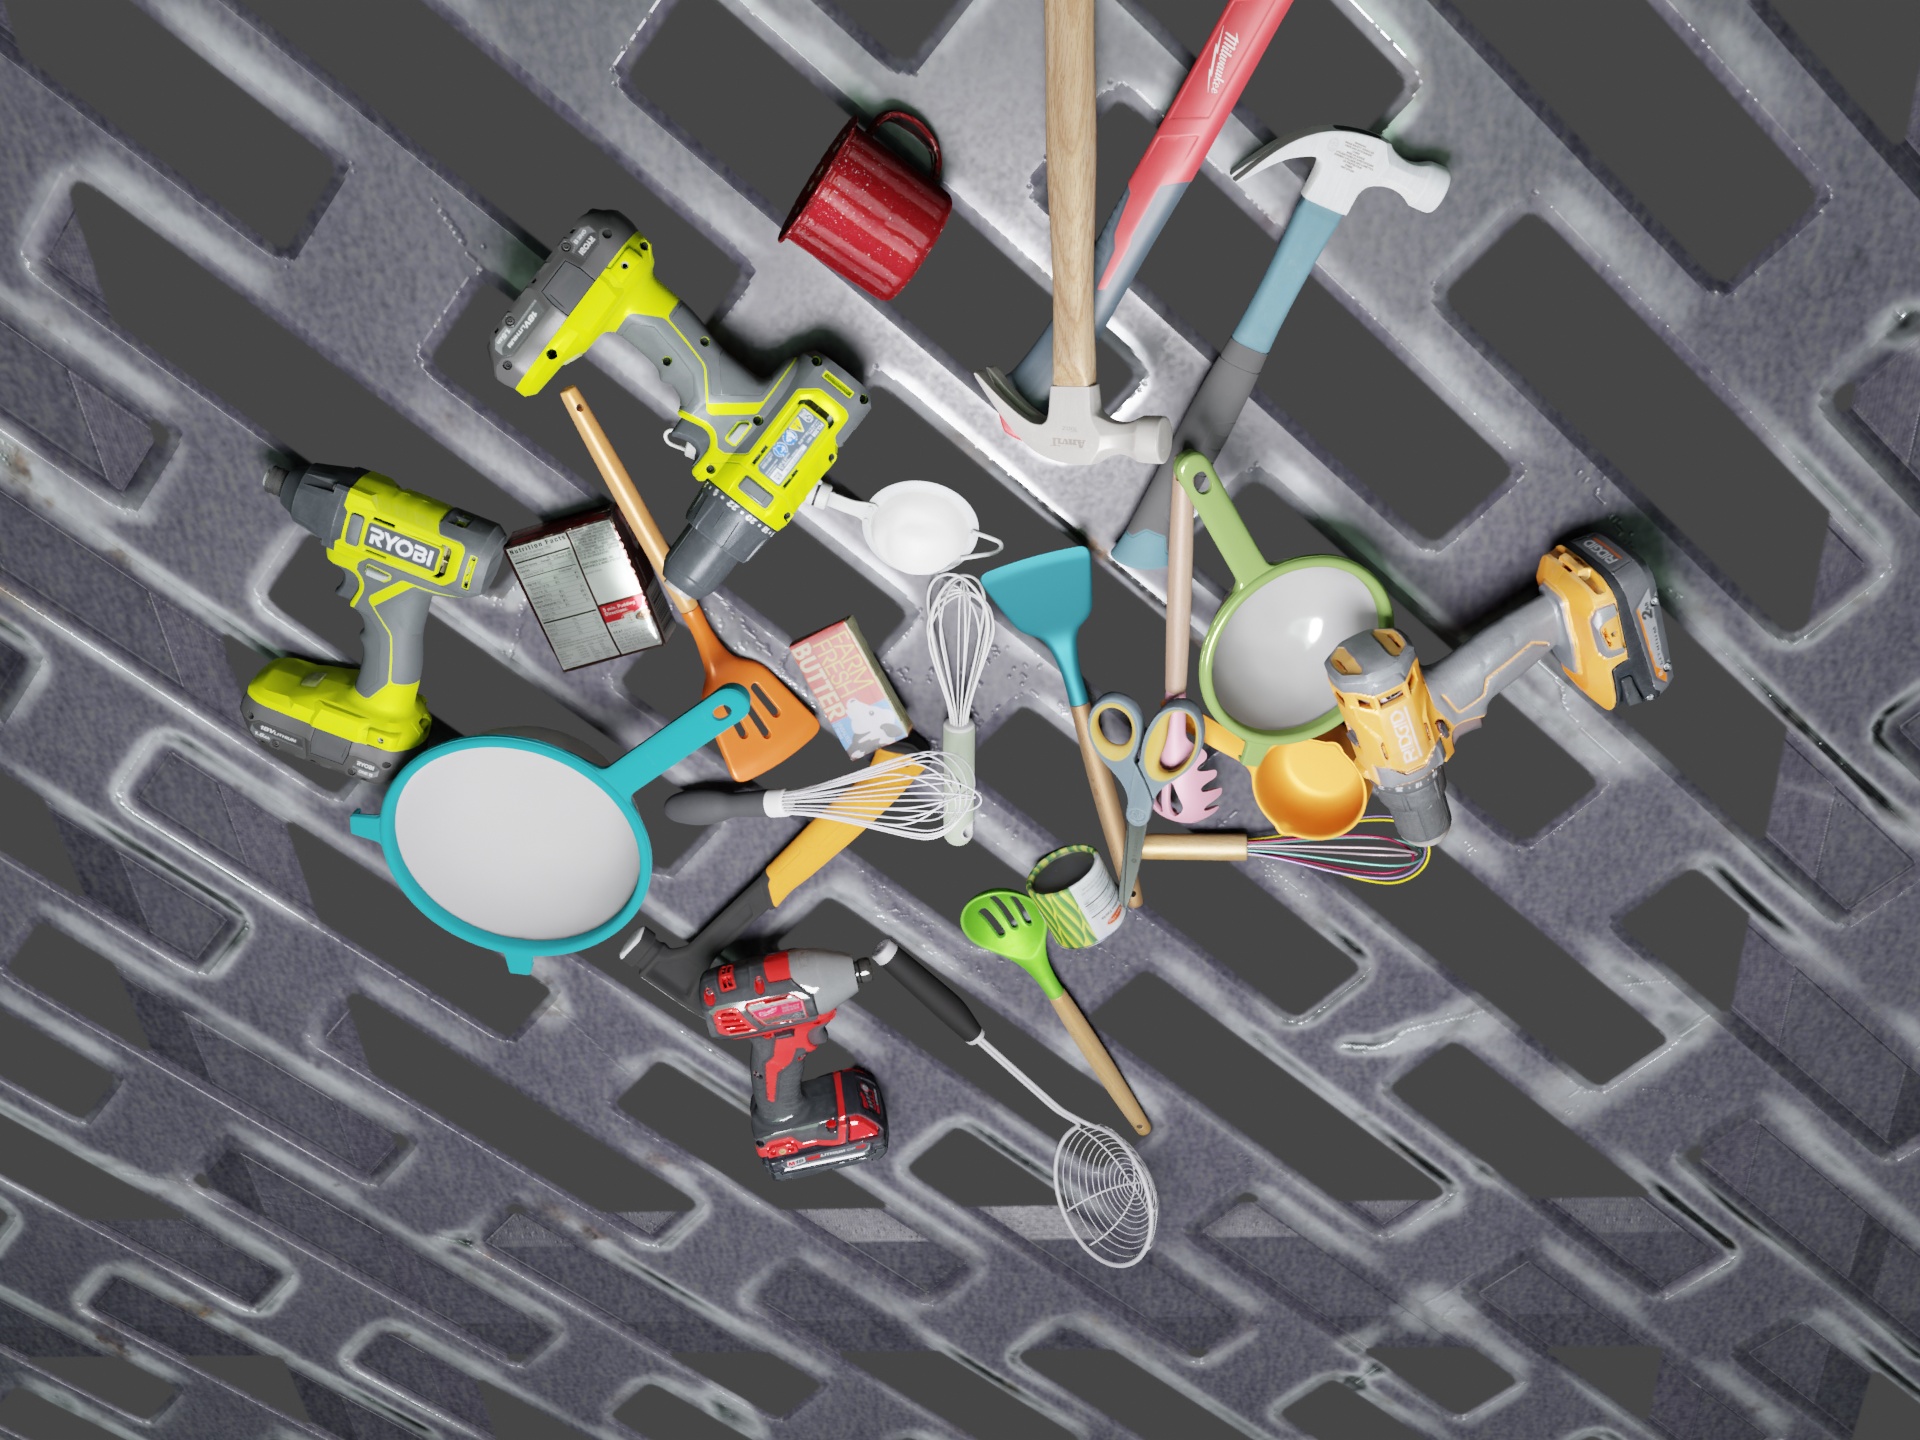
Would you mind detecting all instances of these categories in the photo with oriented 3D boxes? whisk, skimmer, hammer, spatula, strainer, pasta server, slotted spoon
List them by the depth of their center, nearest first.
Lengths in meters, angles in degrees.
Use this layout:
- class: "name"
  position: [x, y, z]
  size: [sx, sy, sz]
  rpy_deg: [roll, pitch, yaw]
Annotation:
- class: "hammer"
  position: [0.069, -0.329, 1.010]
  size: [0.130, 0.031, 0.331]
  rpy_deg: [7, 110, 27]
- class: "hammer"
  position: [0.138, -0.334, 1.011]
  size: [0.143, 0.038, 0.386]
  rpy_deg: [39, 122, 13]
- class: "hammer"
  position: [0.192, -0.244, 1.085]
  size: [0.128, 0.033, 0.331]
  rpy_deg: [21, 119, -9]
- class: "strainer"
  position: [0.206, -0.098, 1.132]
  size: [0.151, 0.069, 0.256]
  rpy_deg: [-35, 121, 3]
- class: "strainer"
  position: [-0.093, -0.158, 1.151]
  size: [0.258, 0.050, 0.086]
  rpy_deg: [21, 133, -4]
- class: "pasta server"
  position: [0.163, -0.050, 1.174]
  size: [0.060, 0.040, 0.316]
  rpy_deg: [18, 127, 30]
- class: "spatula"
  position: [-0.208, -0.101, 1.176]
  size: [0.081, 0.041, 0.322]
  rpy_deg: [-34, 120, -15]
- class: "spatula"
  position: [0.097, 0.014, 1.222]
  size: [0.082, 0.044, 0.317]
  rpy_deg: [-15, 112, 7]
- class: "whisk"
  position: [-0.002, -0.004, 1.232]
  size: [0.059, 0.058, 0.246]
  rpy_deg: [23, 129, 31]
- class: "whisk"
  position: [-0.113, 0.063, 1.239]
  size: [0.284, 0.070, 0.070]
  rpy_deg: [-4, 121, 27]
- class: "strainer"
  position: [-0.292, 0.047, 1.246]
  size: [0.340, 0.095, 0.210]
  rpy_deg: [-32, 115, 19]
- class: "whisk"
  position: [0.252, 0.106, 1.276]
  size: [0.245, 0.051, 0.047]
  rpy_deg: [0, 125, 7]
- class: "hammer"
  position: [-0.137, 0.130, 1.318]
  size: [0.127, 0.034, 0.337]
  rpy_deg: [39, 115, -16]
- class: "slotted spoon"
  position: [0.093, 0.255, 1.379]
  size: [0.070, 0.031, 0.313]
  rpy_deg: [-24, 117, 16]
- class: "skimmer"
  position: [0.041, 0.337, 1.392]
  size: [0.363, 0.090, 0.127]
  rpy_deg: [45, 144, -17]

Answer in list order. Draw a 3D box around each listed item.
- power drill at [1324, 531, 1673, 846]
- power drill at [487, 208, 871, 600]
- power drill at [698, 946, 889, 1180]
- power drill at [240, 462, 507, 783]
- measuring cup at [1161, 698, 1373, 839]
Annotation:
- class: "power drill"
  position: [0.390, -0.015, 1.149]
  size: [0.226, 0.084, 0.185]
  rpy_deg: [-26, 122, 3]
- class: "power drill"
  position: [-0.200, -0.212, 1.078]
  size: [0.228, 0.080, 0.190]
  rpy_deg: [38, 93, -15]
- class: "power drill"
  position: [-0.130, 0.285, 1.359]
  size: [0.143, 0.079, 0.219]
  rpy_deg: [-13, 125, -3]
- class: "power drill"
  position: [-0.456, -0.078, 1.200]
  size: [0.171, 0.080, 0.223]
  rpy_deg: [21, 115, -8]
- class: "measuring cup"
  position: [0.238, 0.020, 1.229]
  size: [0.174, 0.052, 0.095]
  rpy_deg: [31, 126, 12]
